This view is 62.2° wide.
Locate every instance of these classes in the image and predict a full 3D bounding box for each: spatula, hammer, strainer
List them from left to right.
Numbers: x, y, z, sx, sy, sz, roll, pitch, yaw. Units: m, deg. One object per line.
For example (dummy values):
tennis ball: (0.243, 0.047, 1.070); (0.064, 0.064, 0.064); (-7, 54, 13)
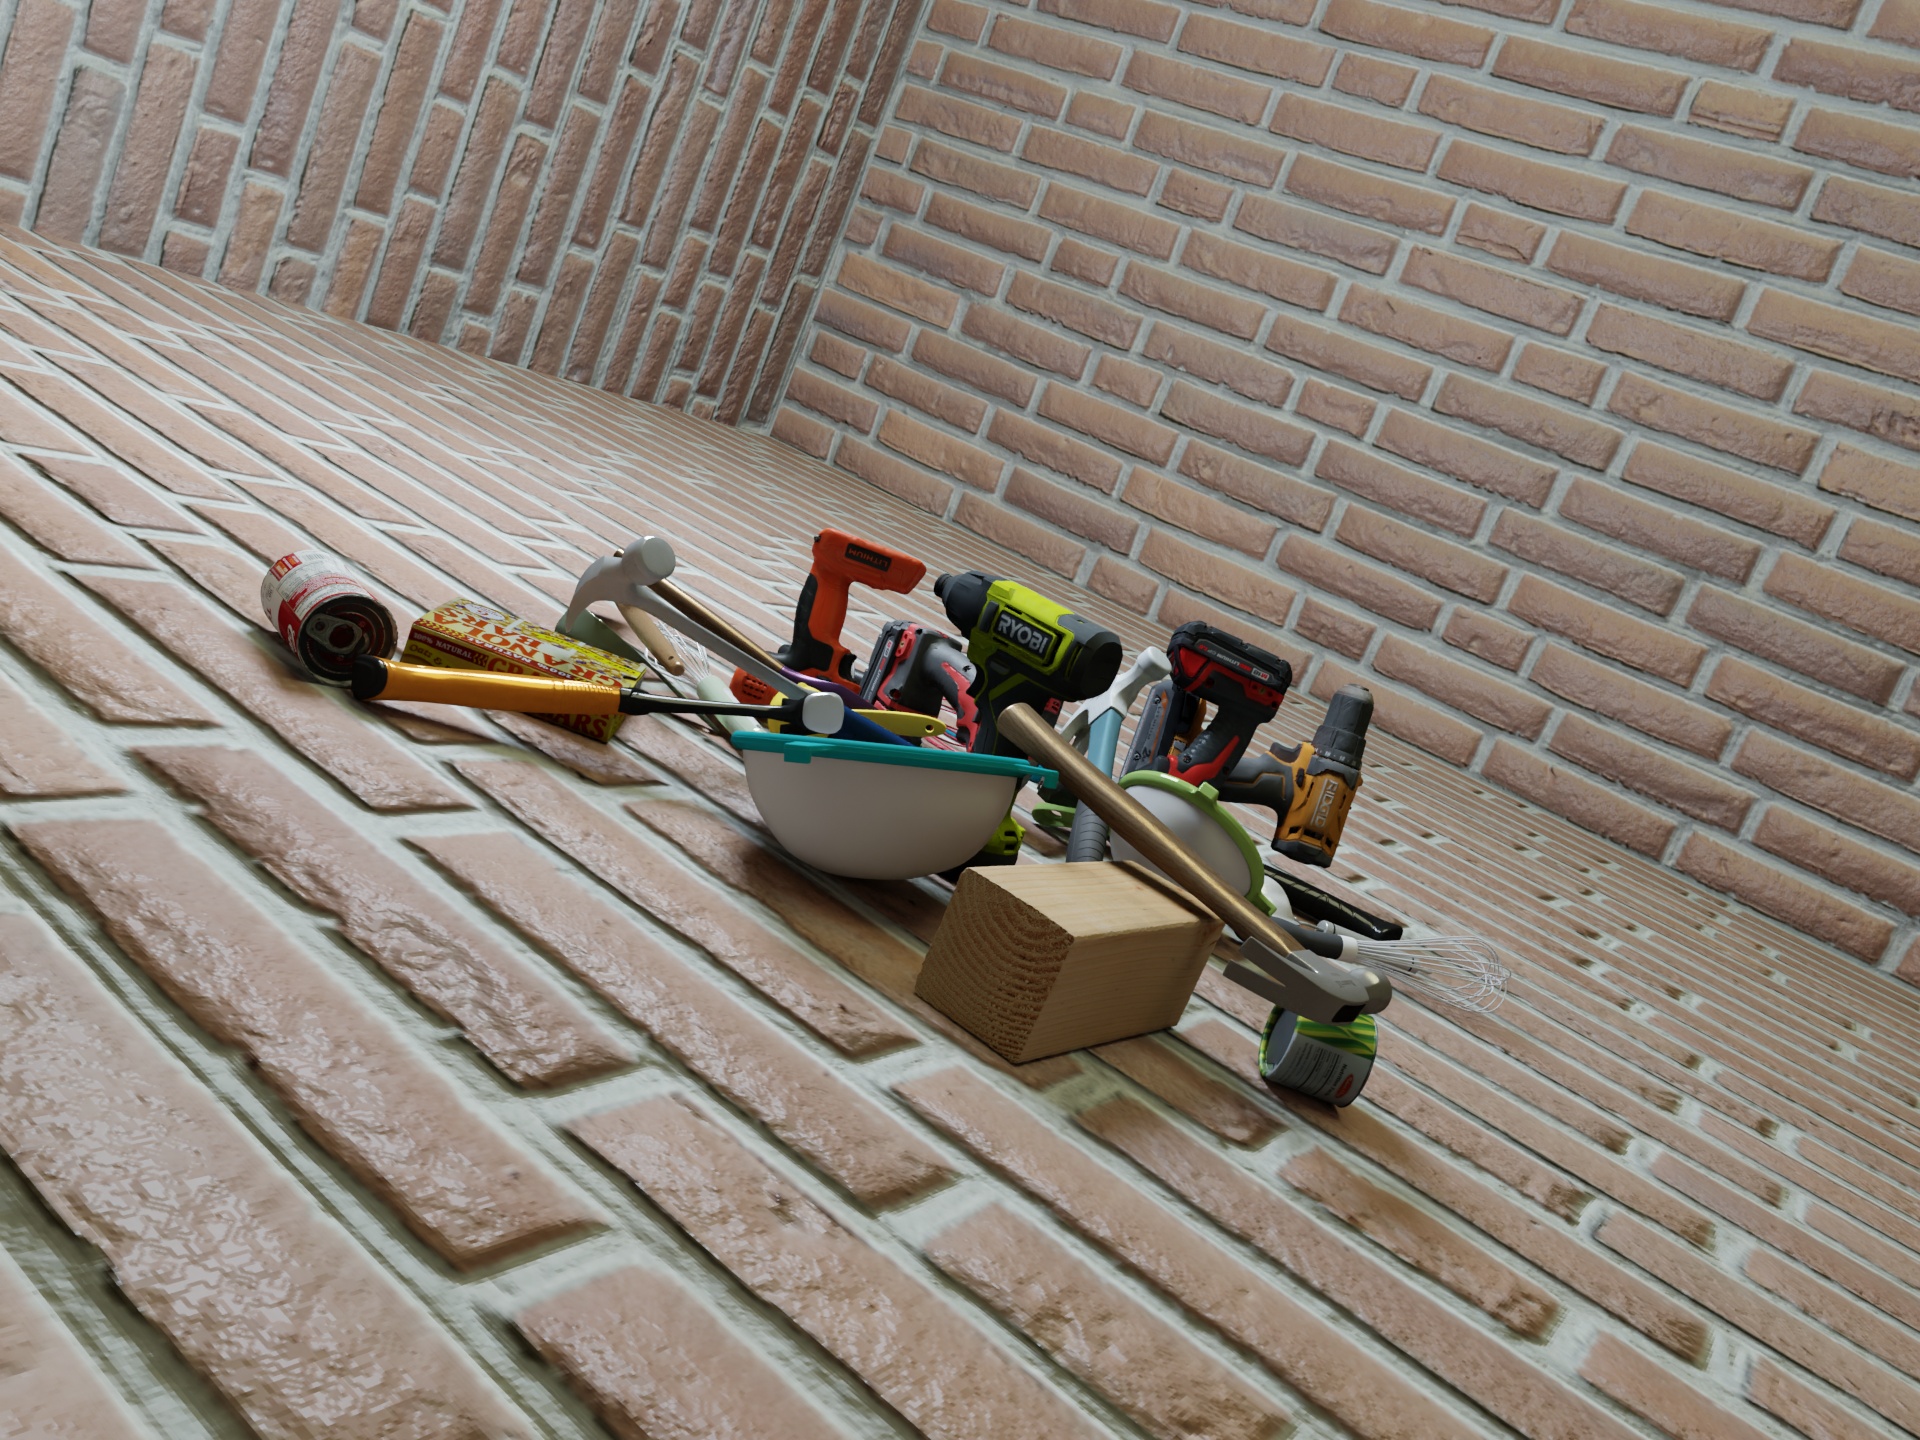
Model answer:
hammer: (-0.261, -0.016, 1.150); (0.336, 0.034, 0.127); (5, -4, -22)
spatula: (-0.292, -0.091, 1.439); (0.082, 0.044, 0.318); (-26, 30, -14)
spatula: (-0.182, -0.055, 1.416); (0.316, 0.059, 0.018); (37, 14, 3)
hammer: (-0.137, -0.021, 1.300); (0.405, 0.035, 0.144); (33, -33, -34)
strainer: (-0.085, 0.064, 1.173); (0.211, 0.095, 0.340); (7, -3, -24)
hammer: (0.112, 0.061, 1.319); (0.033, 0.128, 0.331); (40, 31, -15)
strainer: (0.141, 0.113, 1.378); (0.256, 0.069, 0.151); (8, -43, 48)
hammer: (0.140, 0.090, 1.085); (0.332, 0.031, 0.130); (42, 19, 32)
hammer: (0.277, 0.142, 1.572); (0.335, 0.035, 0.146); (26, 13, 15)
strainer: (0.327, 0.188, 1.458); (0.258, 0.050, 0.087); (22, -3, -17)

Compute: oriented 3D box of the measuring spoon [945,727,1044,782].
measuring spoon: (0.038, 0.028, 1.661); (0.129, 0.021, 0.042); (27, 13, 16)

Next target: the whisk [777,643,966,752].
whisk: (-0.070, -0.027, 1.642); (0.296, 0.073, 0.073); (21, 10, 26)

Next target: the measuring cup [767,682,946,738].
measuring cup: (-0.091, 0.005, 1.381); (0.156, 0.062, 0.029); (5, 28, 1)

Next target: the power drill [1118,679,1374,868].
power drill: (0.291, 0.026, 1.581); (0.226, 0.185, 0.084); (20, -2, 2)

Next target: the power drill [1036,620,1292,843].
power drill: (0.194, 0.022, 1.497); (0.188, 0.227, 0.080); (25, -7, 1)

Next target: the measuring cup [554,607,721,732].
measuring cup: (-0.276, -0.034, 1.349); (0.167, 0.038, 0.083); (41, -8, 2)

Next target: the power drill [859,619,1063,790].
power drill: (-0.002, -0.005, 1.486); (0.078, 0.143, 0.220); (17, 6, -42)

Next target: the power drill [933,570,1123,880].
power drill: (0.014, 0.001, 1.256); (0.171, 0.223, 0.080); (31, 14, 33)

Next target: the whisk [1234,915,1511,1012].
whisk: (0.367, 0.209, 1.410); (0.284, 0.070, 0.070); (13, 14, -18)

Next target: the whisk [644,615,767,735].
whisk: (-0.224, -0.033, 1.404); (0.247, 0.059, 0.057); (42, -6, 49)
